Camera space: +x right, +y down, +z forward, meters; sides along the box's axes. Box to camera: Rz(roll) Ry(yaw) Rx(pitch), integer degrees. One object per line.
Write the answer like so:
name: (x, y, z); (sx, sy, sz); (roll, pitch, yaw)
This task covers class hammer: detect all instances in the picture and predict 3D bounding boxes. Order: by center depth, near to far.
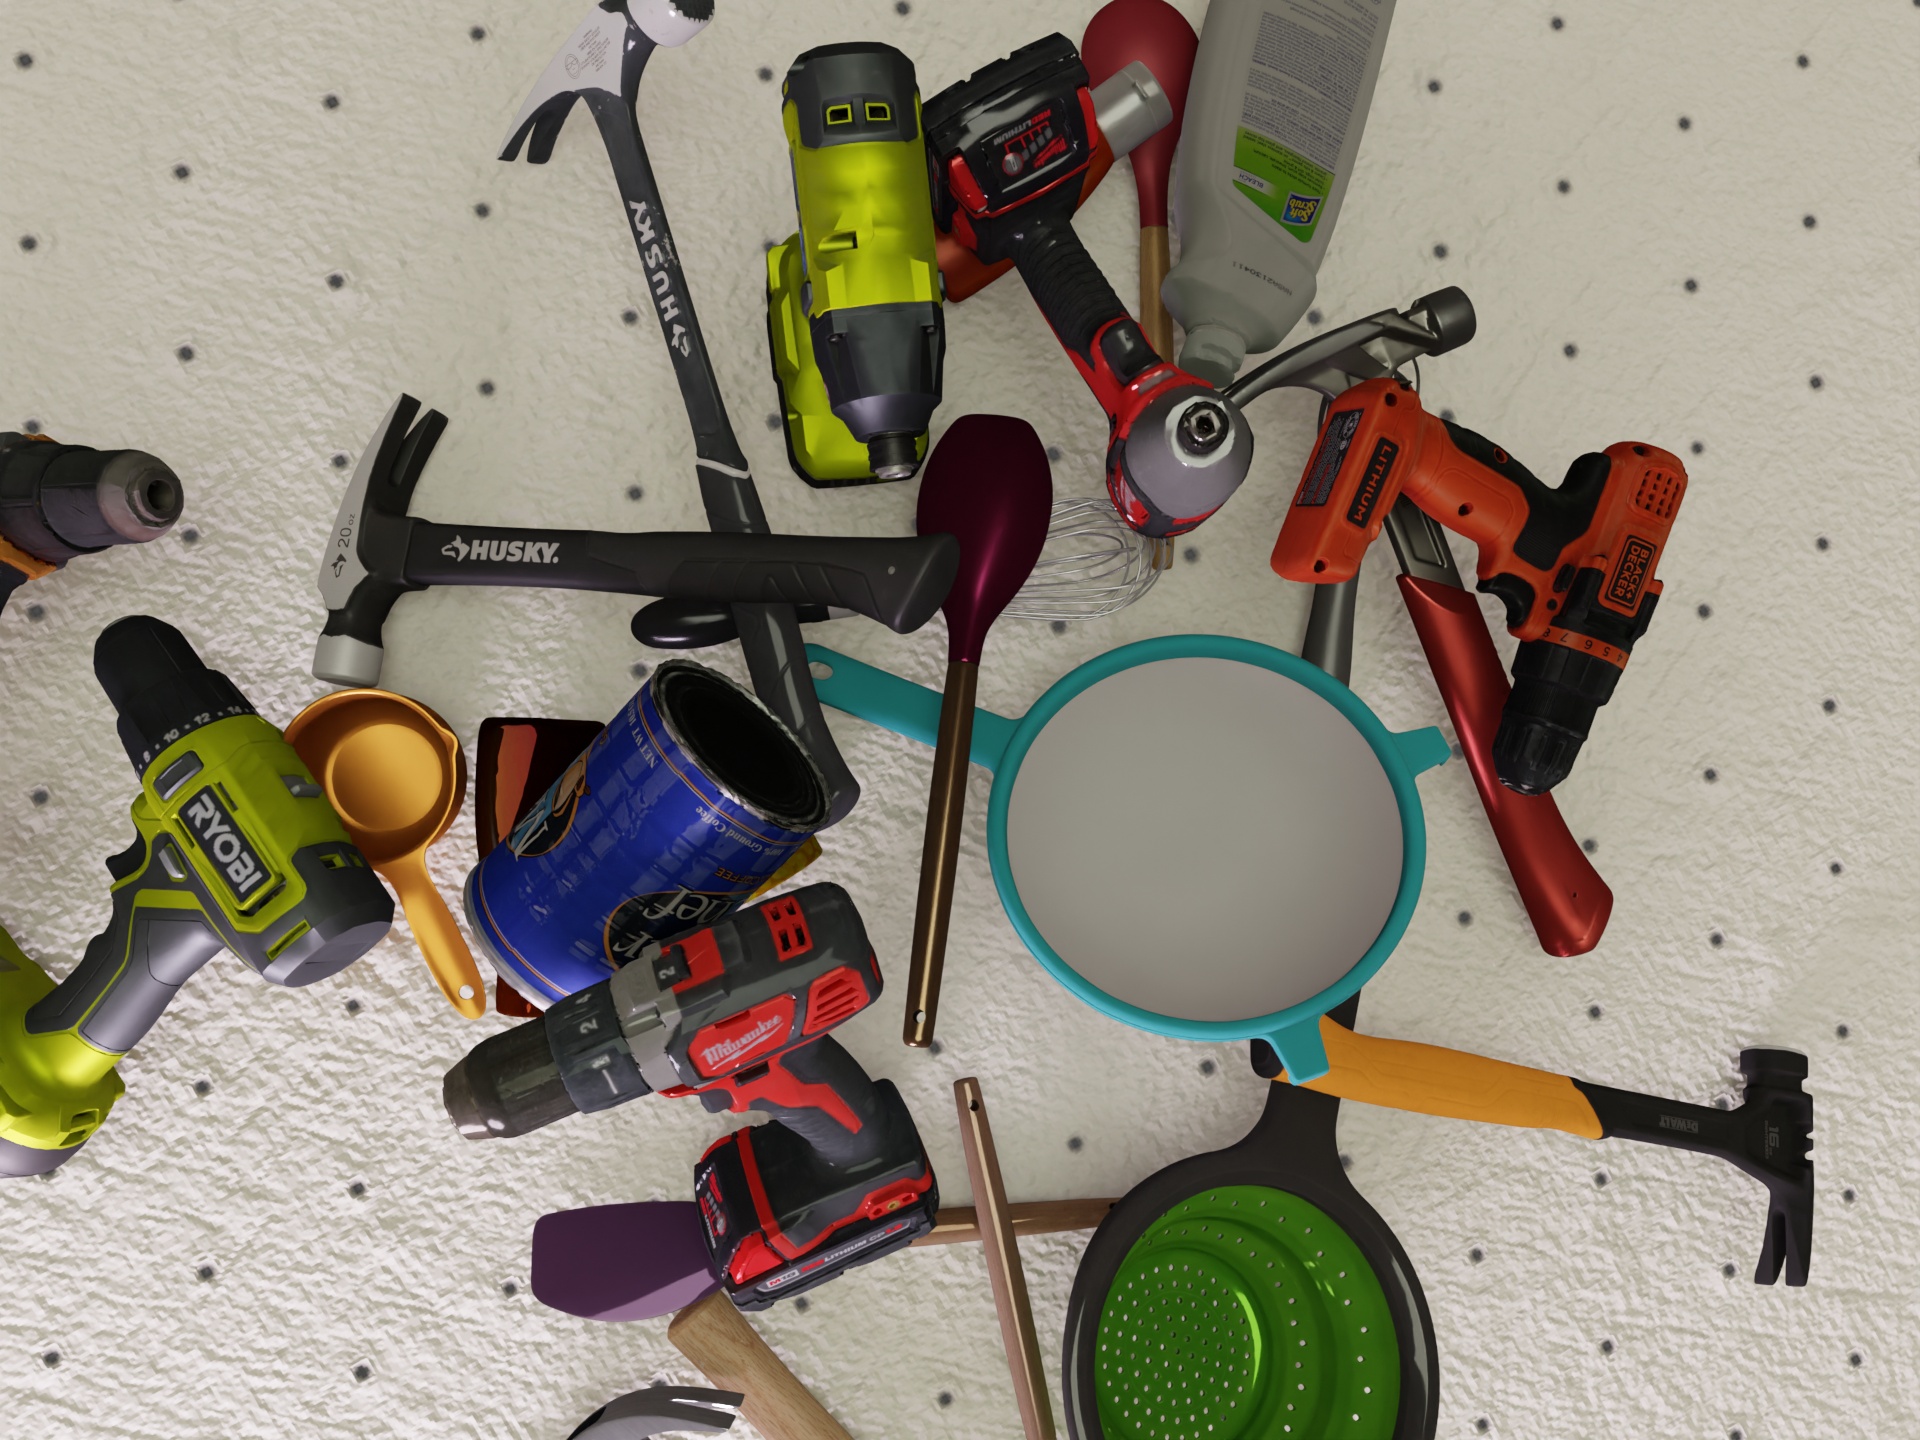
hammer: (-0.158, -0.079, 0.743); (0.335, 0.035, 0.146); (4, 80, 23)
hammer: (-0.126, -0.141, 0.776); (0.036, 0.149, 0.409); (-17, 91, -49)
hammer: (-0.062, 0.455, 0.792); (0.331, 0.033, 0.128); (37, 99, 1)
hammer: (-0.028, 0.424, 0.826); (0.130, 0.031, 0.331); (-41, 93, -6)
hammer: (0.303, 0.206, 0.828); (0.336, 0.034, 0.127); (14, 71, -16)
hammer: (0.254, -0.033, 0.835); (0.149, 0.037, 0.359); (-25, 102, -6)

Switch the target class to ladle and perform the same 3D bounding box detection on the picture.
ladle: (0.104, -0.239, 0.860); (0.069, 0.031, 0.315); (-2, 91, -6)

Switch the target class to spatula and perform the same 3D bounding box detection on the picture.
spatula: (-0.061, 0.270, 0.828); (0.316, 0.018, 0.060); (-3, 57, -9)

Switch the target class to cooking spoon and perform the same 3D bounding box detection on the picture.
cooking spoon: (-0.001, -0.002, 0.774); (0.069, 0.017, 0.319); (6, 77, 6)

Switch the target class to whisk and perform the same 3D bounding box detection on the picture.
whisk: (-0.030, -0.069, 0.826); (0.284, 0.070, 0.070); (-9, 90, -2)
whisk: (0.208, -0.088, 0.859); (0.055, 0.055, 0.239); (8, 92, -7)

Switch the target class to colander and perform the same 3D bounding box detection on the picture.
colander: (0.151, 0.250, 0.831); (0.204, 0.094, 0.397); (22, 68, -13)

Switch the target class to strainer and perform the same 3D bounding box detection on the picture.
strainer: (0.063, 0.046, 0.823); (0.340, 0.095, 0.211); (22, 67, 15)

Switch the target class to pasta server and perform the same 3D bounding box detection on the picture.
pasta server: (0.039, 0.339, 0.807); (0.060, 0.040, 0.316); (-10, 85, -22)

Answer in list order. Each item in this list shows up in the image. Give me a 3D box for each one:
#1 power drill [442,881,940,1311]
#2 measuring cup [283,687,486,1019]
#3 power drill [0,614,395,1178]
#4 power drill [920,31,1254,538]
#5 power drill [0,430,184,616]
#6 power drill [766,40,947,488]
power drill: (-0.111, 0.182, 0.731); (0.188, 0.080, 0.226); (-22, 135, -7)
measuring cup: (-0.274, 0.067, 0.795); (0.095, 0.052, 0.173); (-24, 94, -7)
power drill: (-0.397, 0.082, 0.738); (0.228, 0.080, 0.191); (-40, 80, 6)
power drill: (0.063, -0.192, 0.740); (0.078, 0.143, 0.219); (-29, 89, -1)
power drill: (-0.448, -0.028, 0.706); (0.185, 0.084, 0.226); (1, 66, 24)
power drill: (-0.047, -0.184, 0.740); (0.080, 0.223, 0.171); (-7, 90, -7)
